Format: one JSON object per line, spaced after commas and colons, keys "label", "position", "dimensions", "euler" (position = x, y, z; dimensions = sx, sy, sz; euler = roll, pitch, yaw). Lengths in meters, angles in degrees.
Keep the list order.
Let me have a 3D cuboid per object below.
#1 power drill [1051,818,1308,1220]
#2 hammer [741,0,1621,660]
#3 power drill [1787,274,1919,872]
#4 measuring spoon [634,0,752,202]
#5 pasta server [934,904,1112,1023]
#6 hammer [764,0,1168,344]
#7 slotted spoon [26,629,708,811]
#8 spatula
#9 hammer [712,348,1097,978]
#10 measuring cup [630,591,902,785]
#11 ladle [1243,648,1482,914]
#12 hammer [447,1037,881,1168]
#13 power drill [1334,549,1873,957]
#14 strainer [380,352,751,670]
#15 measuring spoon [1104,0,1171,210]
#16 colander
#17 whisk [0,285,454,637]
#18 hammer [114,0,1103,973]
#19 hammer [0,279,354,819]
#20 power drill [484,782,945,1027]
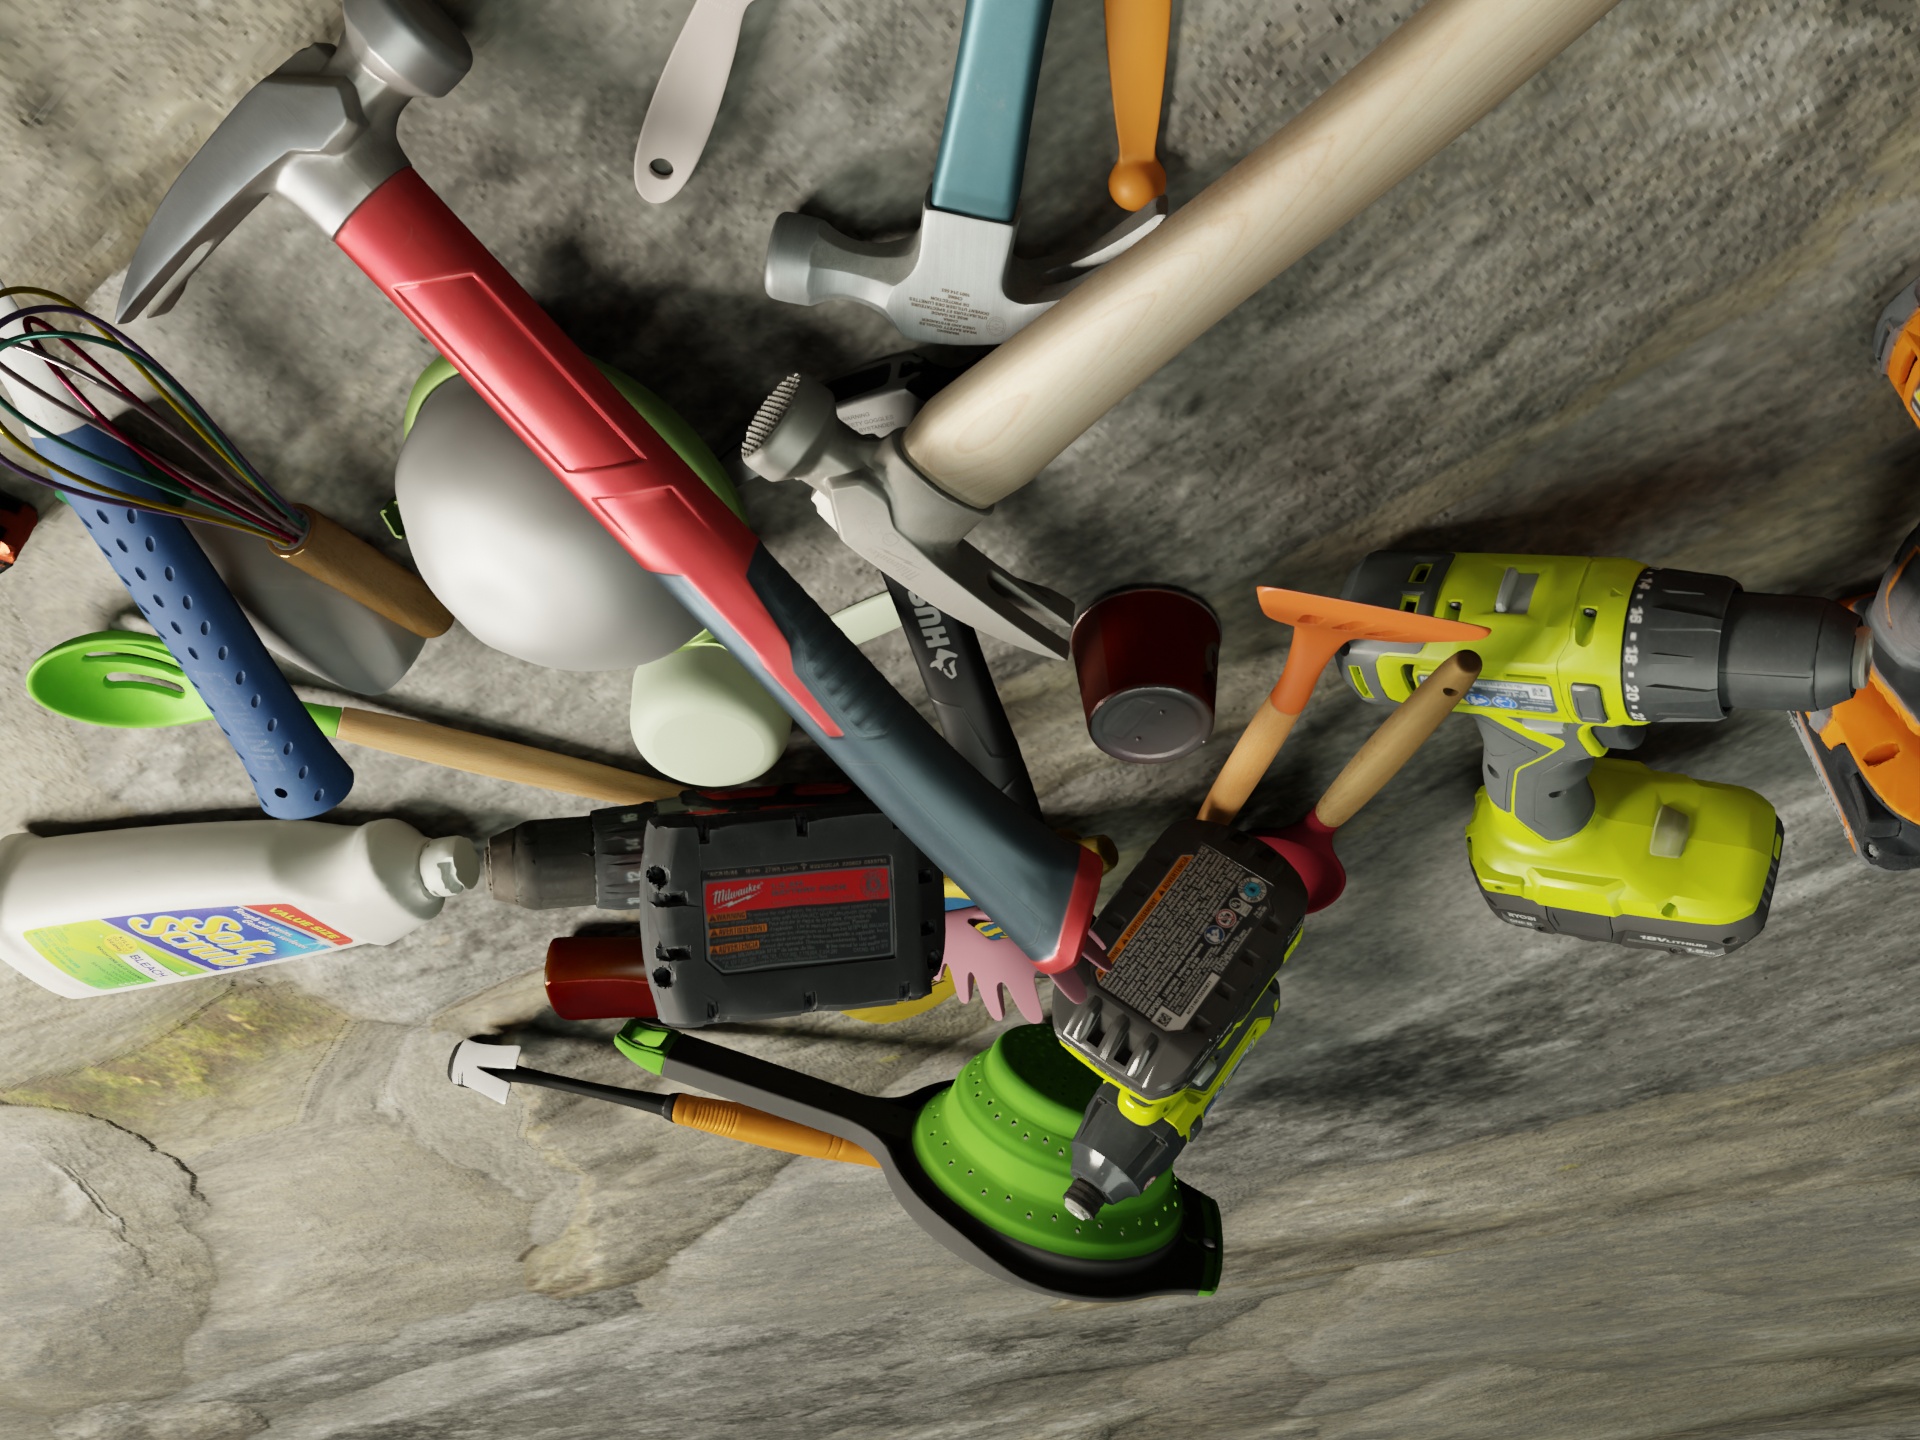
{"label": "power drill", "position": [0.107, 0.162, 0.820], "dimensions": [0.080, 0.171, 0.223], "euler": [31, 156, 22]}
{"label": "hammer", "position": [0.106, -0.151, 0.462], "dimensions": [0.146, 0.038, 0.410], "euler": [33, 135, -25]}
{"label": "power drill", "position": [0.378, -0.036, 0.582], "dimensions": [0.084, 0.164, 0.226], "euler": [-11, 142, 8]}
{"label": "measuring spoon", "position": [-0.080, -0.211, 0.499], "dimensions": [0.034, 0.018, 0.124], "euler": [17, 146, -19]}
{"label": "pasta server", "position": [-0.055, 0.111, 0.797], "dimensions": [0.316, 0.060, 0.040], "euler": [-7, 117, 47]}
{"label": "hammer", "position": [0.020, -0.242, 0.432], "dimensions": [0.128, 0.033, 0.330], "euler": [12, 140, -1]}
{"label": "slotted spoon", "position": [-0.273, 0.008, 0.768], "dimensions": [0.313, 0.031, 0.070], "euler": [14, 140, -18]}
{"label": "spatula", "position": [0.134, 0.009, 0.686], "dimensions": [0.081, 0.041, 0.322], "euler": [11, 156, 1]}
{"label": "hammer", "position": [-0.001, -0.002, 0.694], "dimensions": [0.146, 0.035, 0.334], "euler": [-9, 130, 14]}
{"label": "measuring cup", "position": [-0.079, -0.016, 0.719], "dimensions": [0.167, 0.038, 0.083], "euler": [-23, 135, 26]}
{"label": "ladle", "position": [0.173, 0.035, 0.720], "dimensions": [0.069, 0.031, 0.315], "euler": [17, 159, 3]}
{"label": "hammer", "position": [-0.161, 0.261, 1.051], "dimensions": [0.336, 0.034, 0.127], "euler": [19, 164, -25]}
{"label": "power drill", "position": [0.280, 0.013, 0.675], "dimensions": [0.191, 0.080, 0.228], "euler": [7, 151, 36]}
{"label": "strainer", "position": [-0.118, -0.033, 0.613], "dimensions": [0.256, 0.069, 0.151], "euler": [37, 139, -10]}
{"label": "measuring spoon", "position": [0.055, -0.208, 0.495], "dimensions": [0.021, 0.011, 0.116], "euler": [-2, 142, 4]}
{"label": "colander", "position": [-0.017, 0.226, 0.977], "dimensions": [0.397, 0.204, 0.094], "euler": [18, 106, 4]}
{"label": "whisk", "position": [-0.250, -0.080, 0.565], "dimensions": [0.051, 0.047, 0.244], "euler": [-29, 159, 5]}
{"label": "hammer", "position": [-0.098, -0.046, 0.539], "dimensions": [0.143, 0.038, 0.386], "euler": [-38, 104, 17]}
{"label": "hammer", "position": [-0.316, -0.114, 0.559], "dimensions": [0.144, 0.035, 0.405], "euler": [-10, 133, 6]}
{"label": "power drill", "position": [-0.113, 0.069, 0.701], "dimensions": [0.188, 0.080, 0.227], "euler": [-3, -176, -16]}
